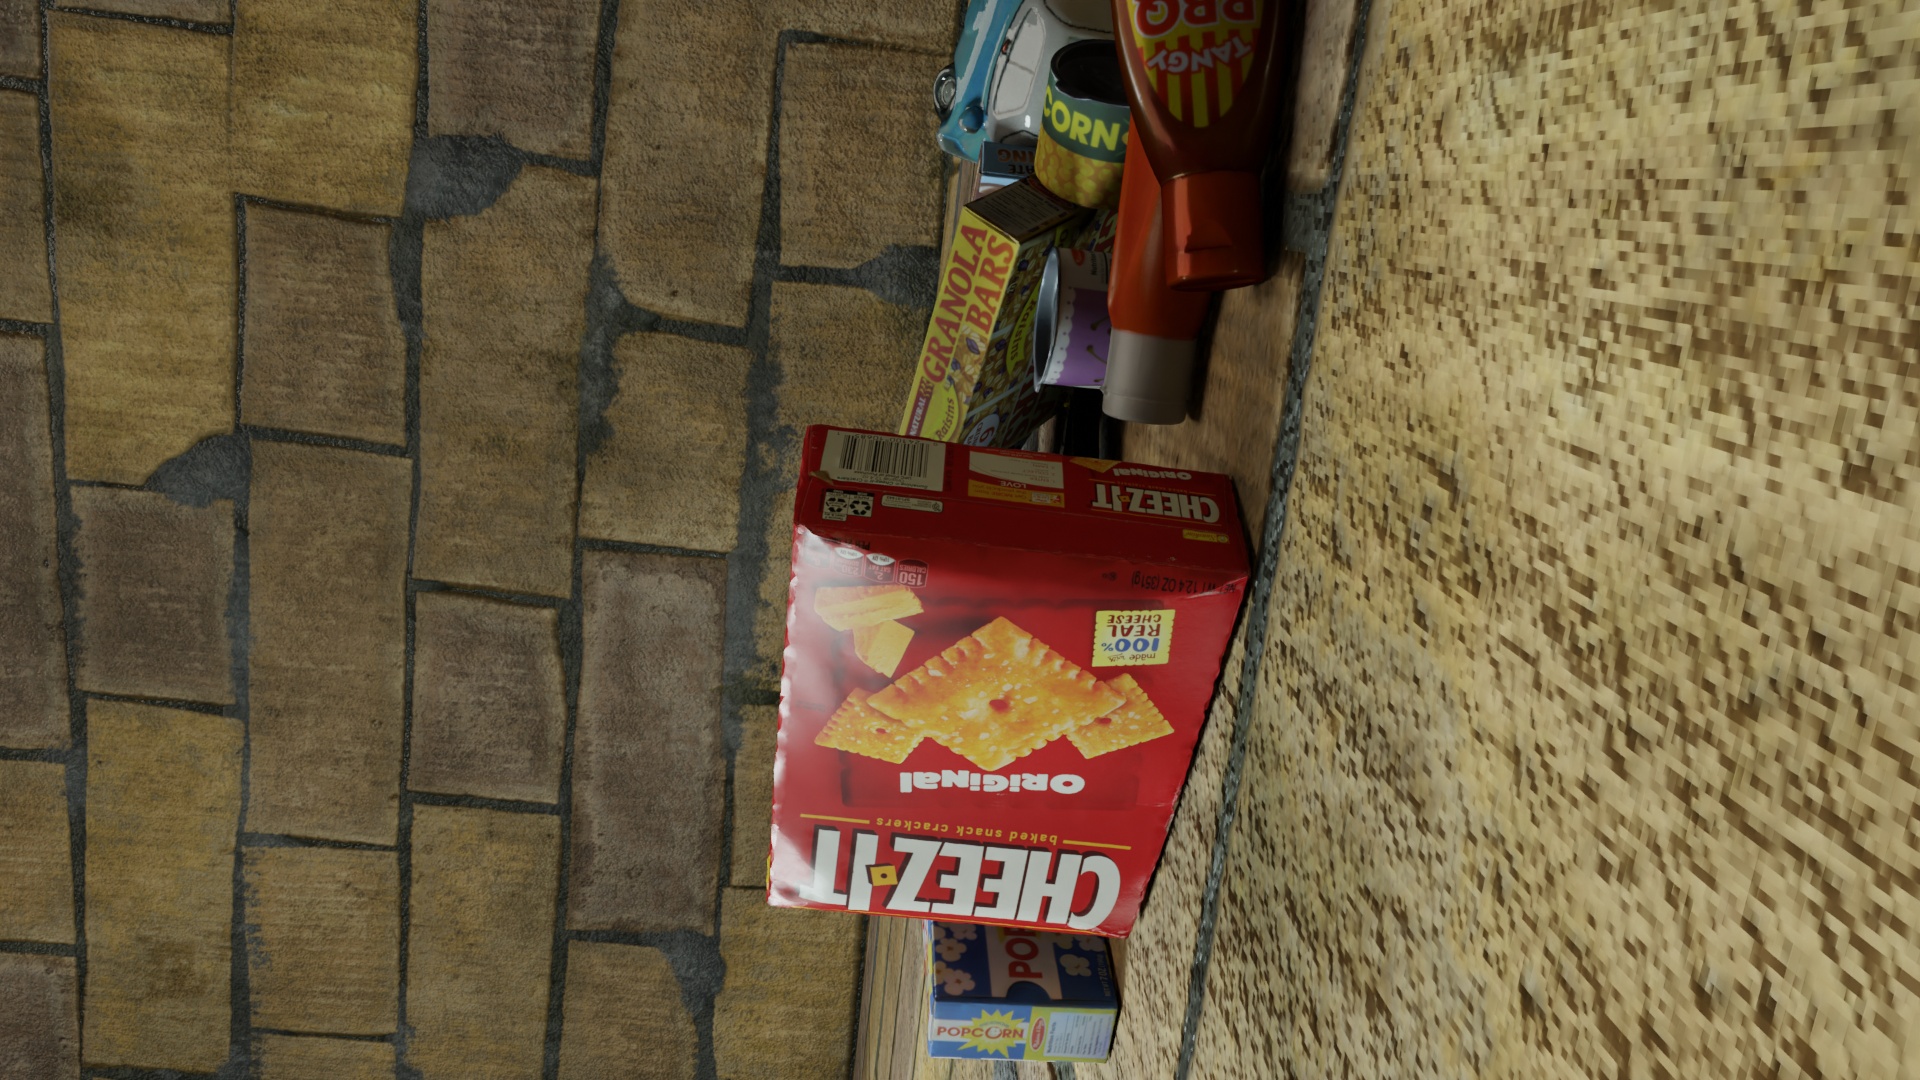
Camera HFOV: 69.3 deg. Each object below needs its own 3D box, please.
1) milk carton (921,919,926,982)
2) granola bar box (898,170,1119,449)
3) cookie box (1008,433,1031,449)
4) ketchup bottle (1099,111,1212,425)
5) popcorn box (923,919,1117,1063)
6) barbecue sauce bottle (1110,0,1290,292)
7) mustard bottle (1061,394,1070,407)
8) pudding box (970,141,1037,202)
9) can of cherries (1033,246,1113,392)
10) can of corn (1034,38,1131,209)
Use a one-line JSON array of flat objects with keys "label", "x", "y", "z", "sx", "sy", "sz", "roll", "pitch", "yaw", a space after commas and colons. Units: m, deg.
[{"label": "milk carton", "x": 0.016, "y": 0.215, "z": 0.836, "sx": 0.191, "sy": 0.073, "sz": 0.072, "roll": -104, "pitch": 20, "yaw": -74}, {"label": "granola bar box", "x": 0.032, "y": -0.120, "z": 0.756, "sx": 0.125, "sy": 0.039, "sz": 0.164, "roll": -36, "pitch": -25, "yaw": -42}, {"label": "cookie box", "x": -0.005, "y": -0.049, "z": 0.944, "sx": 0.167, "sy": 0.040, "sz": 0.123, "roll": -59, "pitch": -14, "yaw": 7}, {"label": "ketchup bottle", "x": 0.086, "y": -0.124, "z": 0.579, "sx": 0.065, "sy": 0.043, "sz": 0.148, "roll": -99, "pitch": 15, "yaw": -74}, {"label": "popcorn box", "x": 0.025, "y": 0.196, "z": 0.685, "sx": 0.127, "sy": 0.085, "sz": 0.038, "roll": -97, "pitch": 12, "yaw": -65}, {"label": "barbecue sauce bottle", "x": 0.089, "y": -0.167, "z": 0.508, "sx": 0.044, "sy": 0.065, "sz": 0.148, "roll": -4, "pitch": -89, "yaw": -73}, {"label": "mustard bottle", "x": 0.053, "y": -0.151, "z": 0.886, "sx": 0.048, "sy": 0.065, "sz": 0.161, "roll": 110, "pitch": 158, "yaw": -61}, {"label": "pudding box", "x": 0.049, "y": -0.216, "z": 0.862, "sx": 0.049, "sy": 0.084, "sz": 0.030, "roll": 104, "pitch": 170, "yaw": -60}, {"label": "can of cherries", "x": 0.069, "y": -0.103, "z": 0.671, "sx": 0.071, "sy": 0.058, "sz": 0.071, "roll": -172, "pitch": 86, "yaw": -84}, {"label": "can of corn", "x": 0.071, "y": -0.204, "z": 0.685, "sx": 0.058, "sy": 0.071, "sz": 0.071, "roll": 99, "pitch": 174, "yaw": -45}]
